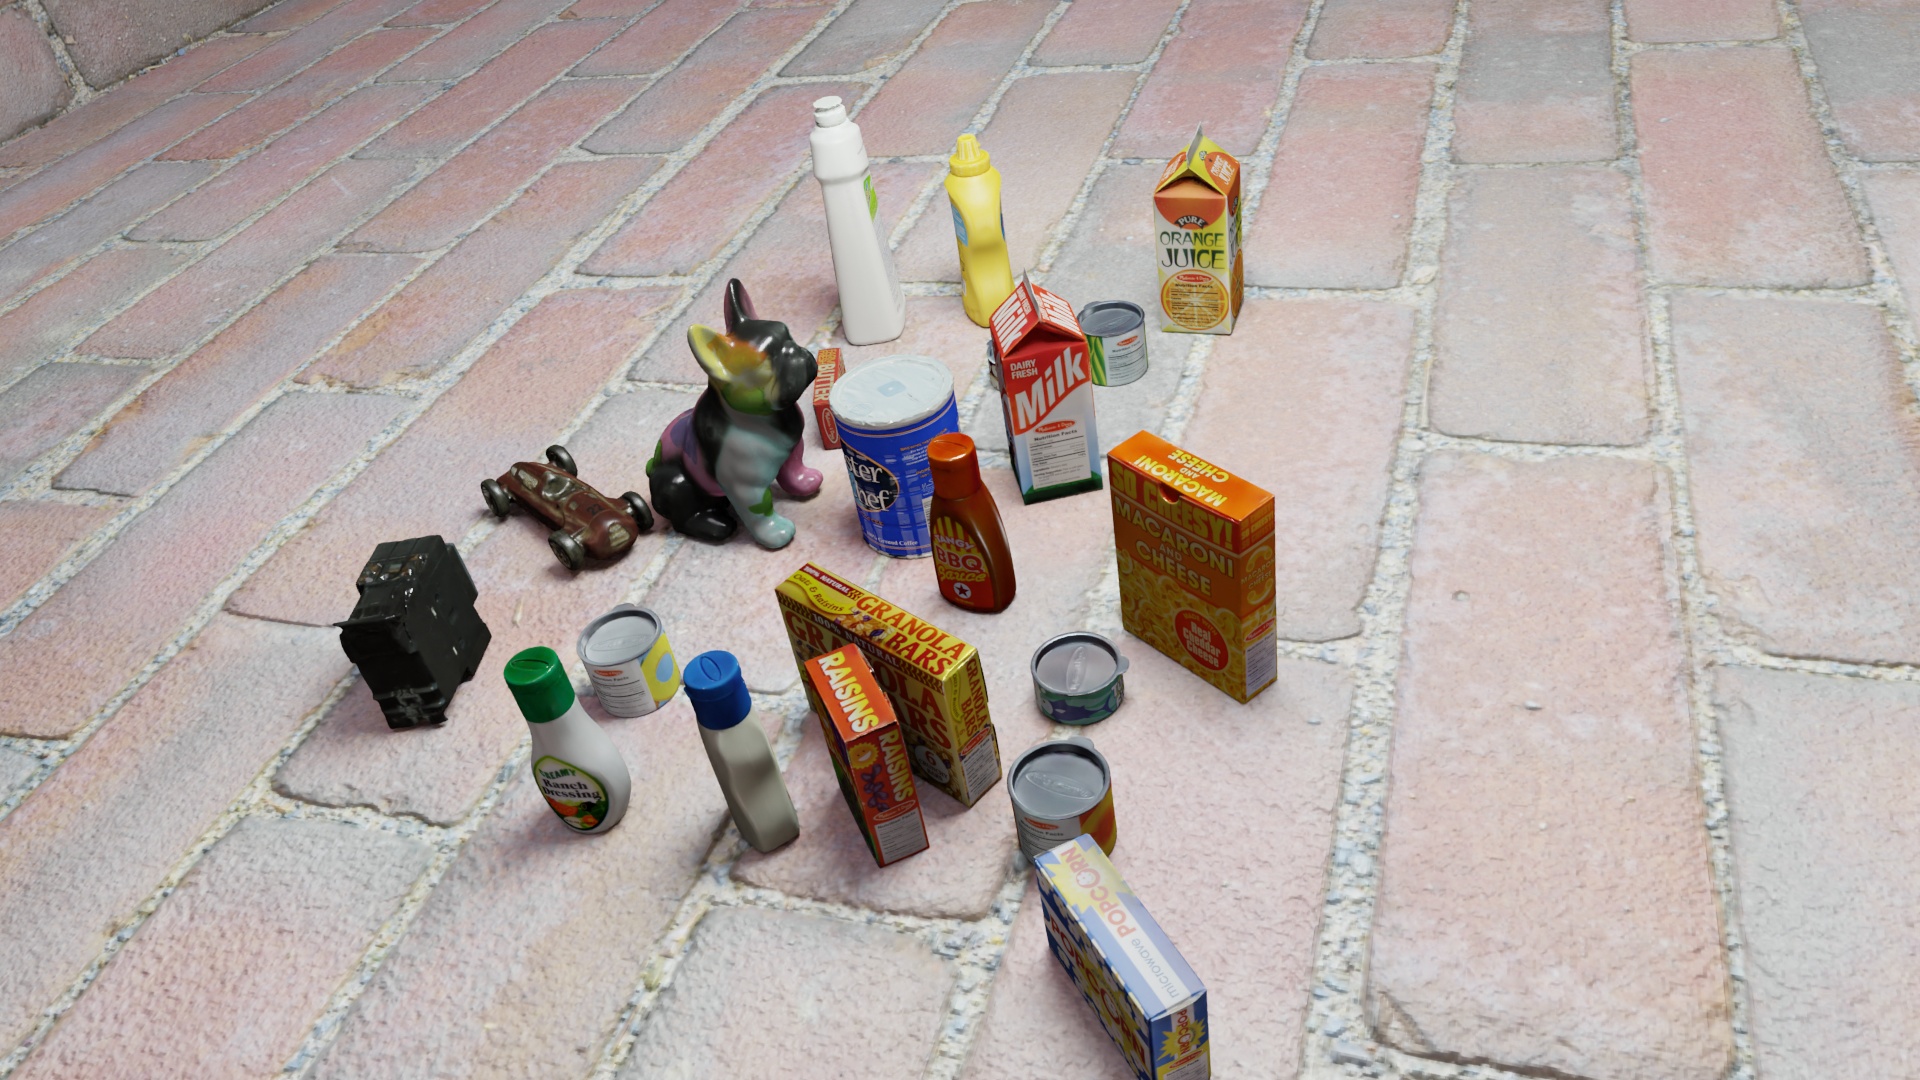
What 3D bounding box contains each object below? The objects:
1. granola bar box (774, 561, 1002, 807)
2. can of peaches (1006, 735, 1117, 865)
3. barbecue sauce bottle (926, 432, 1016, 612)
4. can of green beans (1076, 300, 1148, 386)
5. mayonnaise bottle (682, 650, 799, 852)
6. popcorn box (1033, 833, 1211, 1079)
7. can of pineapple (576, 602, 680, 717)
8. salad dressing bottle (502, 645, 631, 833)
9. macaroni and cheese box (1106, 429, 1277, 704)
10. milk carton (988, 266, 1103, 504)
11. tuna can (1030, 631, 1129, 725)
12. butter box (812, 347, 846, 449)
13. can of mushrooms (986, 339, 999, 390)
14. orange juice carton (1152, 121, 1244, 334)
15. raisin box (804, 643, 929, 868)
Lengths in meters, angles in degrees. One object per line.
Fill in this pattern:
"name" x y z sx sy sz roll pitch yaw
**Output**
"granola bar box" -0.050 0.097 0.963 0.166 0.123 0.039 25 50 37
"can of peaches" 0.068 0.171 0.896 0.071 0.057 0.071 -7 38 5
"barbecue sauce bottle" 0.004 -0.013 1.071 0.065 0.147 0.044 14 44 29
"can of green beans" 0.146 -0.189 1.334 0.071 0.057 0.071 -7 38 5
"mayonnaise bottle" -0.146 0.137 0.916 0.041 0.147 0.065 -26 40 -19
"popcorn box" 0.091 0.239 0.782 0.038 0.084 0.127 -23 39 -15
"can of pineapple" -0.254 0.092 1.072 0.071 0.057 0.071 -7 38 5
"salad dressing bottle" -0.269 0.137 0.947 0.064 0.147 0.044 2 40 16
"macaroni and cheese box" 0.164 0.019 0.977 0.040 0.165 0.124 -32 43 -25
"milk carton" 0.070 -0.131 1.171 0.073 0.189 0.073 -12 38 -2
"tuna can" 0.087 0.099 1.002 0.071 0.032 0.071 -7 38 5
"butter box" -0.123 -0.138 1.337 0.024 0.052 0.104 -8 38 4
"can of mushrooms" 0.058 -0.174 1.355 0.071 0.033 0.071 -7 38 5
"orange juice carton" 0.231 -0.300 1.344 0.073 0.191 0.072 6 41 20
"raisin box" -0.061 0.141 0.911 0.040 0.122 0.086 -21 39 -12
